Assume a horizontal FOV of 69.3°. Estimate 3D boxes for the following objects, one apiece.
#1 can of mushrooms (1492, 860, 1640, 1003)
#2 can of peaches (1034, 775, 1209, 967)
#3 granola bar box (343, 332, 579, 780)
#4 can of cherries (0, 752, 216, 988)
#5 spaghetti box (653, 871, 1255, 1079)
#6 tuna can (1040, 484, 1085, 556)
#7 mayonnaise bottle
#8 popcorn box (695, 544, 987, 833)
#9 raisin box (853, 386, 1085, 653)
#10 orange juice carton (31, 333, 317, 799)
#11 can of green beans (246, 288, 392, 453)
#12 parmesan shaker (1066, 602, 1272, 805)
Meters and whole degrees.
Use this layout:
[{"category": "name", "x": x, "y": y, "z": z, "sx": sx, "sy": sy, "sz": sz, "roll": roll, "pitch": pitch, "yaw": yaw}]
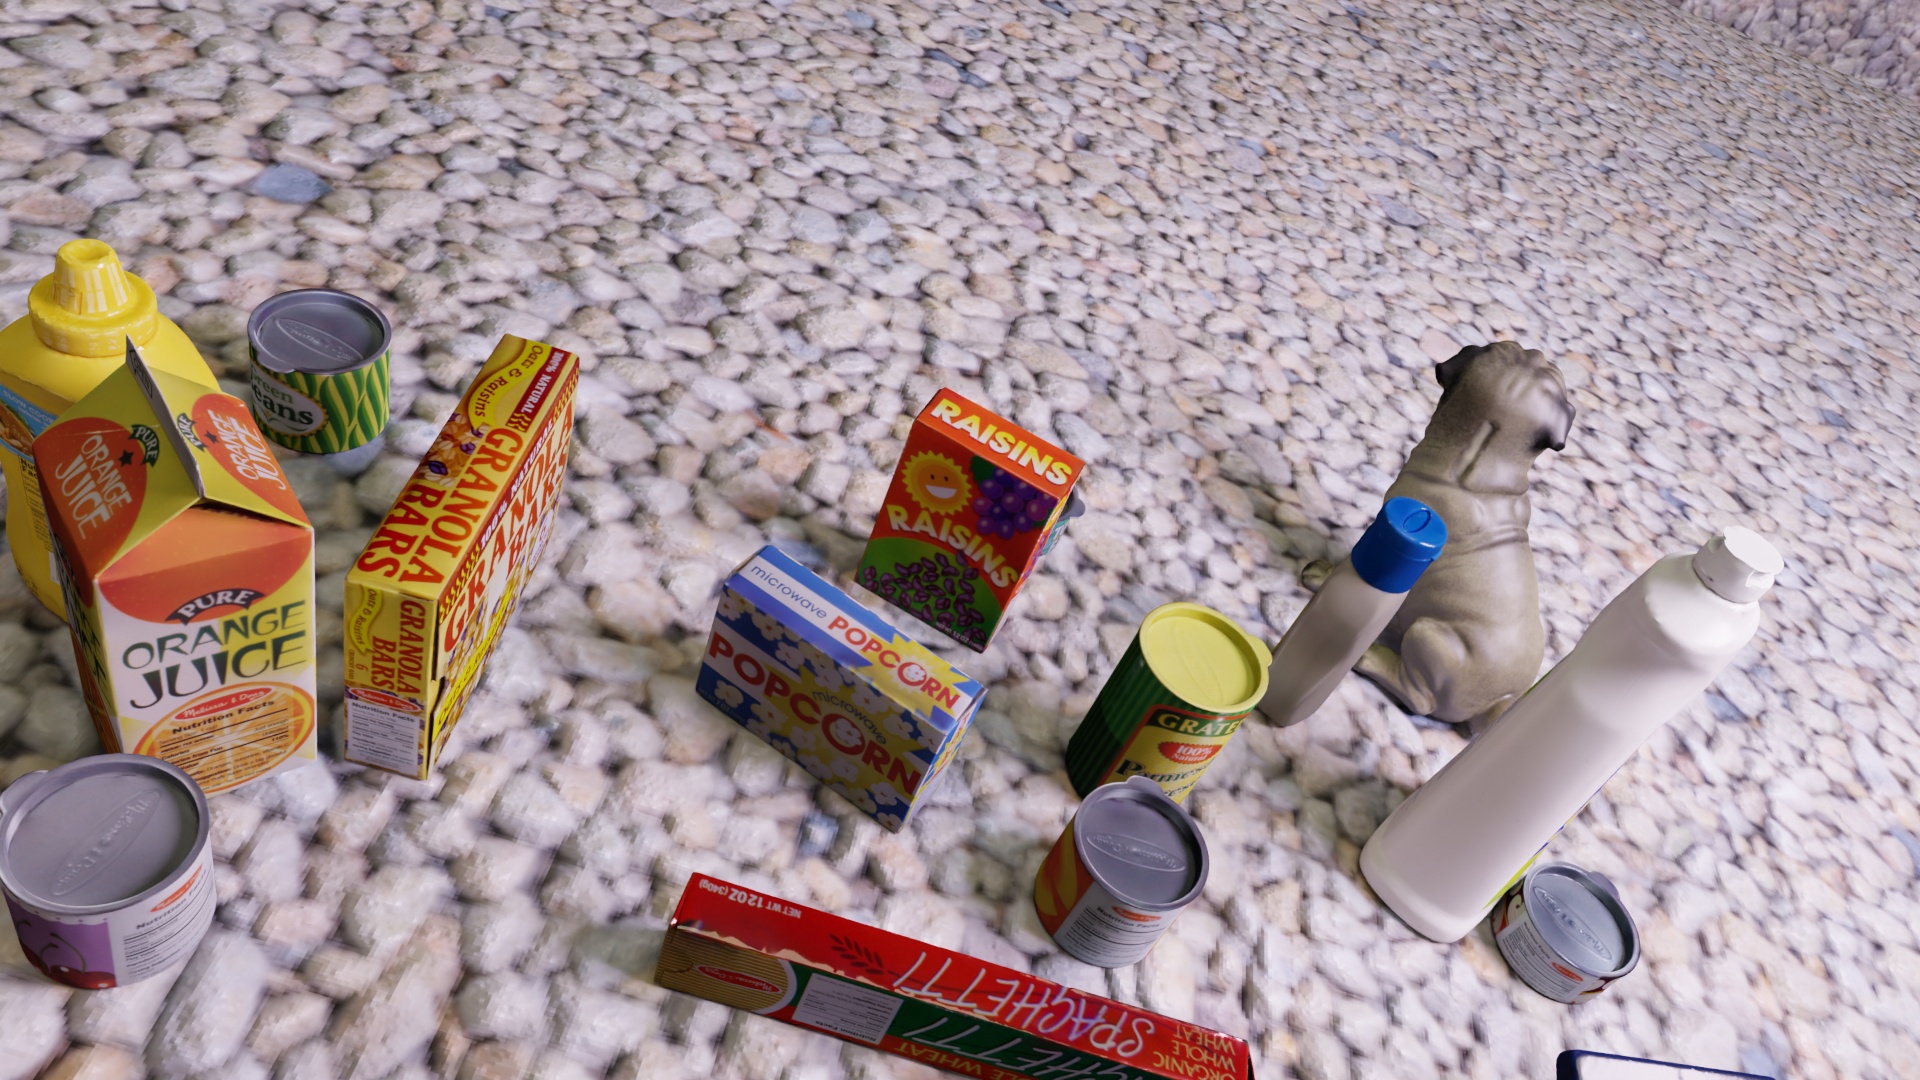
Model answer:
[{"category": "can of mushrooms", "x": 0.316, "y": 0.203, "z": 0.724, "sx": 0.071, "sy": 0.033, "sz": 0.071, "roll": 12, "pitch": 43, "yaw": -12}, {"category": "can of peaches", "x": 0.074, "y": 0.155, "z": 0.649, "sx": 0.071, "sy": 0.057, "sz": 0.071, "roll": 12, "pitch": 43, "yaw": -12}, {"category": "granola bar box", "x": -0.220, "y": 0.005, "z": 0.622, "sx": 0.039, "sy": 0.123, "sz": 0.166, "roll": 18, "pitch": 43, "yaw": -7}, {"category": "can of cherries", "x": -0.314, "y": 0.121, "z": 0.512, "sx": 0.071, "sy": 0.058, "sz": 0.072, "roll": 12, "pitch": 43, "yaw": -12}, {"category": "spaghetti box", "x": -0.001, "y": 0.197, "z": 0.578, "sx": 0.250, "sy": 0.049, "sz": 0.029, "roll": 18, "pitch": 42, "yaw": -6}, {"category": "tuna can", "x": 0.037, "y": -0.022, "z": 0.829, "sx": 0.071, "sy": 0.032, "sz": 0.071, "roll": 12, "pitch": 43, "yaw": -12}, {"category": "mayonnaise bottle", "x": 0.212, "y": 0.039, "z": 0.759, "sx": 0.041, "sy": 0.147, "sz": 0.065, "roll": 42, "pitch": 45, "yaw": 19}, {"category": "popcorn box", "x": -0.060, "y": 0.070, "z": 0.655, "sx": 0.127, "sy": 0.084, "sz": 0.038, "roll": 33, "pitch": 43, "yaw": 10}, {"category": "raisin box", "x": 0.003, "y": -0.009, "z": 0.734, "sx": 0.086, "sy": 0.122, "sz": 0.040, "roll": 30, "pitch": 43, "yaw": 7}, {"category": "orange juice carton", "x": -0.294, "y": 0.017, "z": 0.527, "sx": 0.073, "sy": 0.191, "sz": 0.072, "roll": -19, "pitch": 57, "yaw": -37}, {"category": "can of green beans", "x": -0.329, "y": -0.087, "z": 0.716, "sx": 0.071, "sy": 0.057, "sz": 0.071, "roll": 12, "pitch": 43, "yaw": -12}, {"category": "parmesan shaker", "x": 0.103, "y": 0.089, "z": 0.695, "sx": 0.071, "sy": 0.102, "sz": 0.072, "roll": 13, "pitch": 43, "yaw": -12}]
